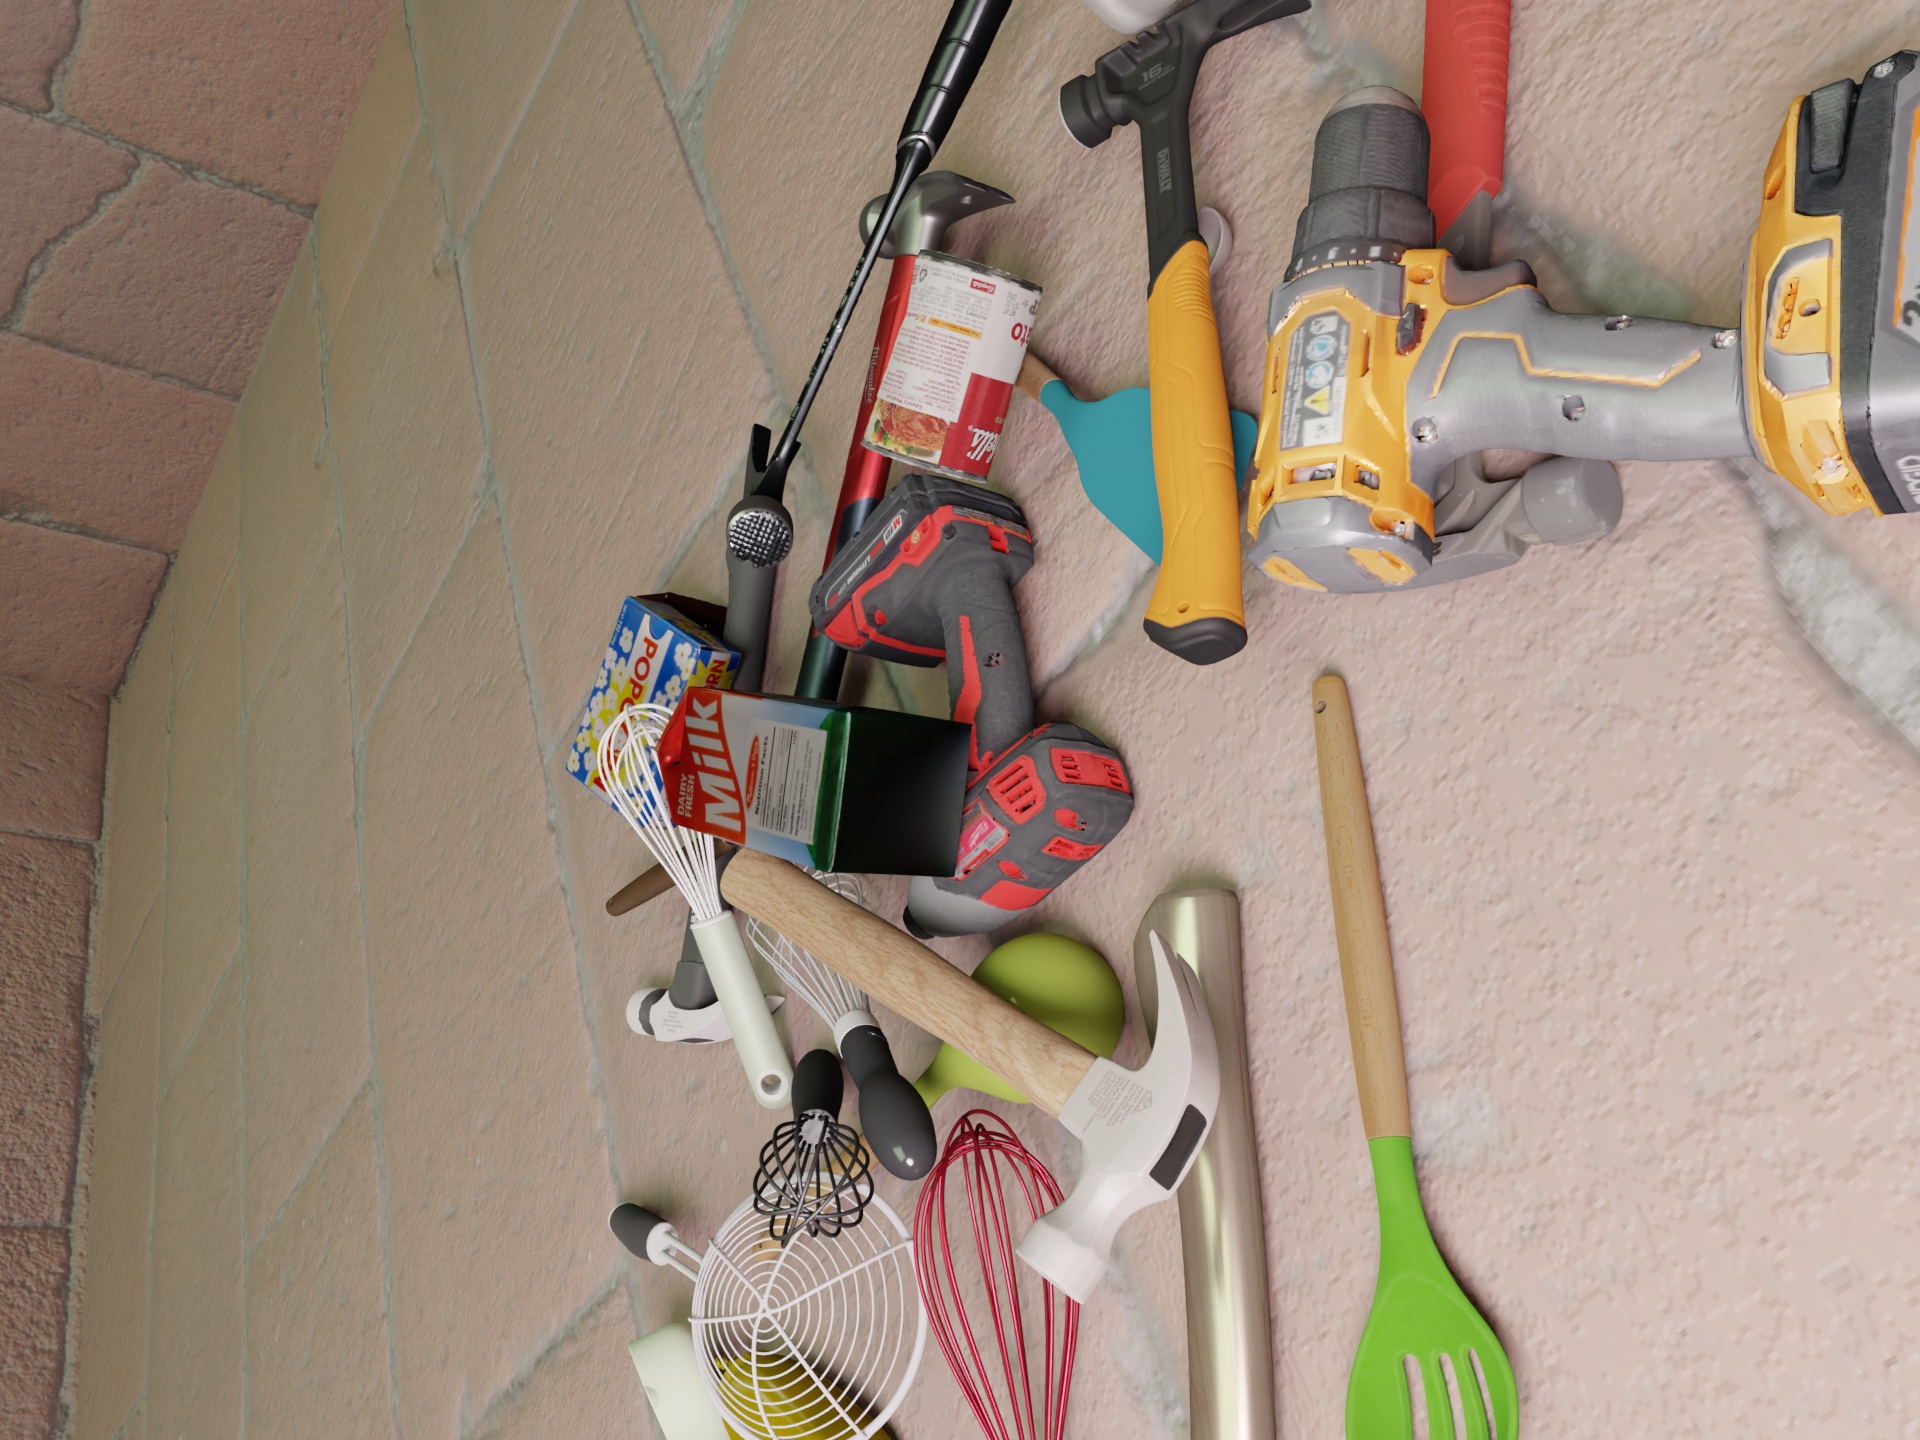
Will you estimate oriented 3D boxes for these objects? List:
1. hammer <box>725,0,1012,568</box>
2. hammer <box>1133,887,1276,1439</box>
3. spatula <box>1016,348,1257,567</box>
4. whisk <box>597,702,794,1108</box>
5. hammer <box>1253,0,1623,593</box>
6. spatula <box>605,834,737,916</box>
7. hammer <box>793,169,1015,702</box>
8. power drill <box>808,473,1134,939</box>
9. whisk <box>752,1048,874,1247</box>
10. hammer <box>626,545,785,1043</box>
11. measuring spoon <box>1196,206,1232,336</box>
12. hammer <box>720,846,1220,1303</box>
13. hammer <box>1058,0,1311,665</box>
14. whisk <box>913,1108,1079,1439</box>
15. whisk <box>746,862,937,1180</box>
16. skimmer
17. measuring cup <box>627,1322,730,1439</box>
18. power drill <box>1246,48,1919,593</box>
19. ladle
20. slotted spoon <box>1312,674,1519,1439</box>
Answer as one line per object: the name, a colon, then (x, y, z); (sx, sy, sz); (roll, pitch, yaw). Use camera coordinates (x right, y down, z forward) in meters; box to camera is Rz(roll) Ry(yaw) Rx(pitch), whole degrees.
hammer: (-0.030, -0.280, 0.834); (0.408, 0.036, 0.149); (-62, 16, 22)
hammer: (0.108, 0.264, 0.590); (0.146, 0.038, 0.411); (-23, 61, 47)
spatula: (0.047, -0.175, 0.829); (0.318, 0.044, 0.082); (55, 132, 53)
whisk: (-0.144, 0.105, 0.899); (0.059, 0.058, 0.246); (-140, 30, -85)
hammer: (0.194, -0.230, 0.639); (0.149, 0.036, 0.359); (-9, 72, 52)
spatula: (-0.146, 0.076, 0.939); (0.316, 0.018, 0.060); (-30, 56, 51)
hammer: (-0.054, -0.117, 0.913); (0.143, 0.038, 0.386); (20, 98, 63)
power drill: (-0.001, -0.003, 0.798); (0.143, 0.078, 0.220); (-45, 48, 36)
whisk: (-0.070, 0.195, 0.771); (0.239, 0.055, 0.055); (-147, 72, -85)
hammer: (-0.147, 0.037, 1.014); (0.146, 0.035, 0.335); (-9, 71, 53)
measuring spoon: (0.119, -0.180, 0.747); (0.034, 0.018, 0.124); (-14, 75, 53)
hammer: (-0.015, 0.115, 0.699); (0.130, 0.031, 0.331); (-52, 37, -12)
hammer: (0.105, -0.182, 0.704); (0.127, 0.034, 0.337); (-19, 59, 36)
whisk: (0.030, 0.312, 0.665); (0.073, 0.073, 0.296); (-30, 62, 45)
whisk: (-0.058, 0.140, 0.788); (0.070, 0.070, 0.285); (-68, 22, 12)
skimmer: (-0.123, 0.300, 0.866); (0.363, 0.090, 0.127); (155, 130, -66)
measuring cup: (-0.129, 0.406, 0.863); (0.168, 0.038, 0.083); (55, 160, 25)
power drill: (0.204, -0.142, 0.519); (0.226, 0.084, 0.185); (-3, 74, 39)
ladle: (-0.026, 0.206, 0.796); (0.320, 0.062, 0.078); (-52, 37, 40)
slotted spoon: (0.155, 0.126, 0.581); (0.070, 0.031, 0.314); (-29, 54, 46)
